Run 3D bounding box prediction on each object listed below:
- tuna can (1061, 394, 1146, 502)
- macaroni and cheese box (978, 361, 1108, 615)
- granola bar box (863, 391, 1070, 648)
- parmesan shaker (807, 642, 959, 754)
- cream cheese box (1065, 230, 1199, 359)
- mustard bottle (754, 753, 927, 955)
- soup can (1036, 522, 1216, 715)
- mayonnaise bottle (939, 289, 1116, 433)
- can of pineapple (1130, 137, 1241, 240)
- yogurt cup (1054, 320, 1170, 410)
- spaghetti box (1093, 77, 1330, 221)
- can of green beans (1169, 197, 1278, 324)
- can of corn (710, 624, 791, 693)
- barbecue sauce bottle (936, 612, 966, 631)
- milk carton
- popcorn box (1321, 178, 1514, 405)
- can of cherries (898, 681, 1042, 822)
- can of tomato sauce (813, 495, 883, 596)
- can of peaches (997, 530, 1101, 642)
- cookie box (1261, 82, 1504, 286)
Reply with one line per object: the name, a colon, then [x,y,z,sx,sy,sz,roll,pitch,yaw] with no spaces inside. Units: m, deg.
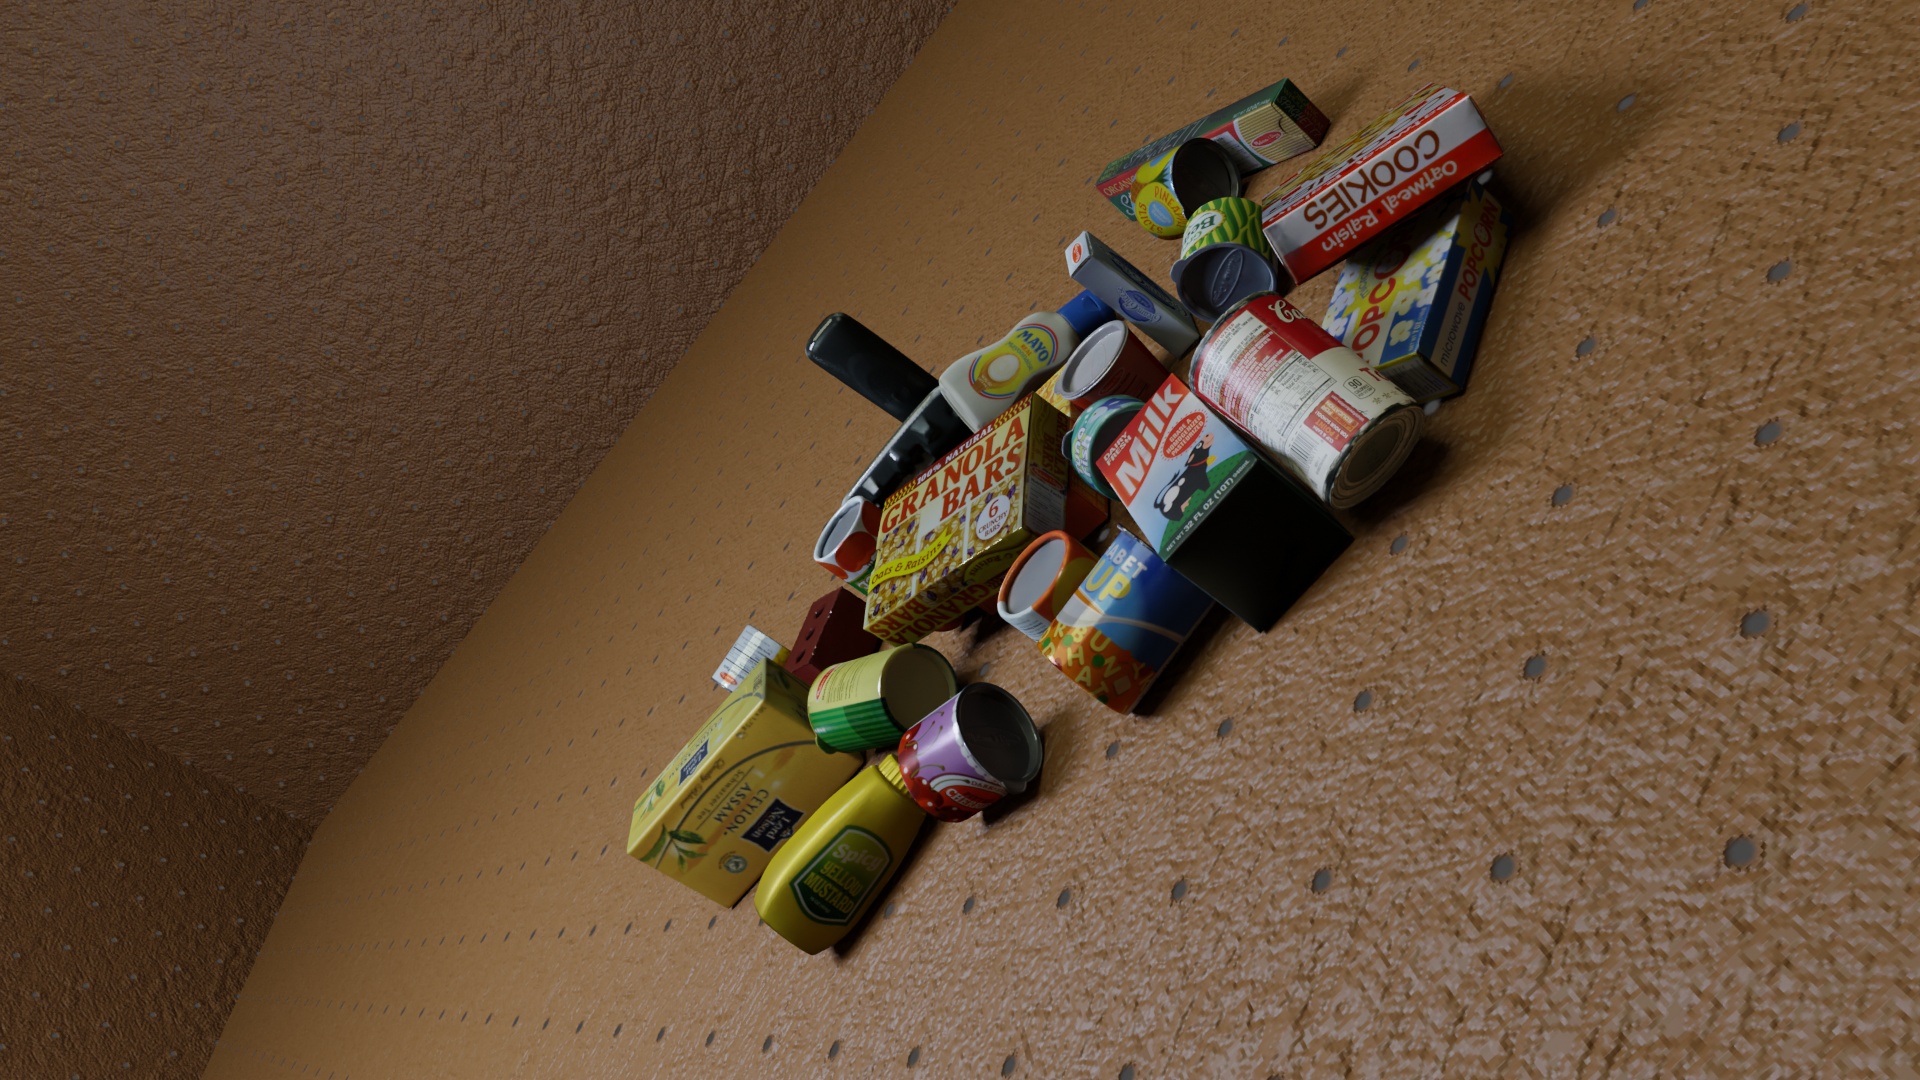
tuna can: [0.104,-0.059,0.896,0.071,0.071,0.033,-53,21,2]
macaroni and cheese box: [0.052,-0.041,1.020,0.123,0.040,0.167,-42,24,30]
granola bar box: [0.003,-0.012,0.960,0.165,0.039,0.125,-34,35,38]
parmesan shaker: [-0.055,0.114,0.973,0.103,0.071,0.071,-21,39,54]
cream cheese box: [0.122,-0.176,0.989,0.024,0.104,0.053,-48,21,25]
mustard bottle: [-0.062,0.186,0.885,0.160,0.065,0.049,-51,17,-2]
soup can: [0.090,0.043,0.770,0.083,0.071,0.071,-53,21,4]
mayonnaise bottle: [0.057,-0.148,1.113,0.148,0.065,0.041,-37,-16,-8]
can of pineapple: [0.173,-0.270,1.077,0.071,0.071,0.058,-61,21,-17]
yogurt cup: [0.112,-0.114,0.986,0.072,0.054,0.073,-44,24,25]
spaghetti box: [0.193,-0.308,1.116,0.029,0.050,0.250,-58,21,-15]
can of green beans: [0.181,-0.189,0.938,0.071,0.071,0.058,-36,28,39]
can of corn: [-0.175,0.116,1.224,0.058,0.071,0.071,-57,21,-9]
barbecue sauce bottle: [-0.013,0.008,1.064,0.149,0.044,0.064,-89,11,-53]
milk carton: [0.137,-0.033,0.785,0.072,0.073,0.191,-50,21,13]
popcorn box: [0.242,-0.127,0.756,0.085,0.038,0.127,-20,39,57]
can of cherries: [0.005,0.129,0.825,0.058,0.071,0.072,-39,26,35]
can of tomato sauce: [-0.067,0.013,1.124,0.071,0.083,0.071,-44,23,25]
can of peaches: [0.066,0.033,0.853,0.071,0.058,0.071,-44,24,25]
cookie box: [0.236,-0.208,0.801,0.122,0.040,0.168,-32,10,21]
